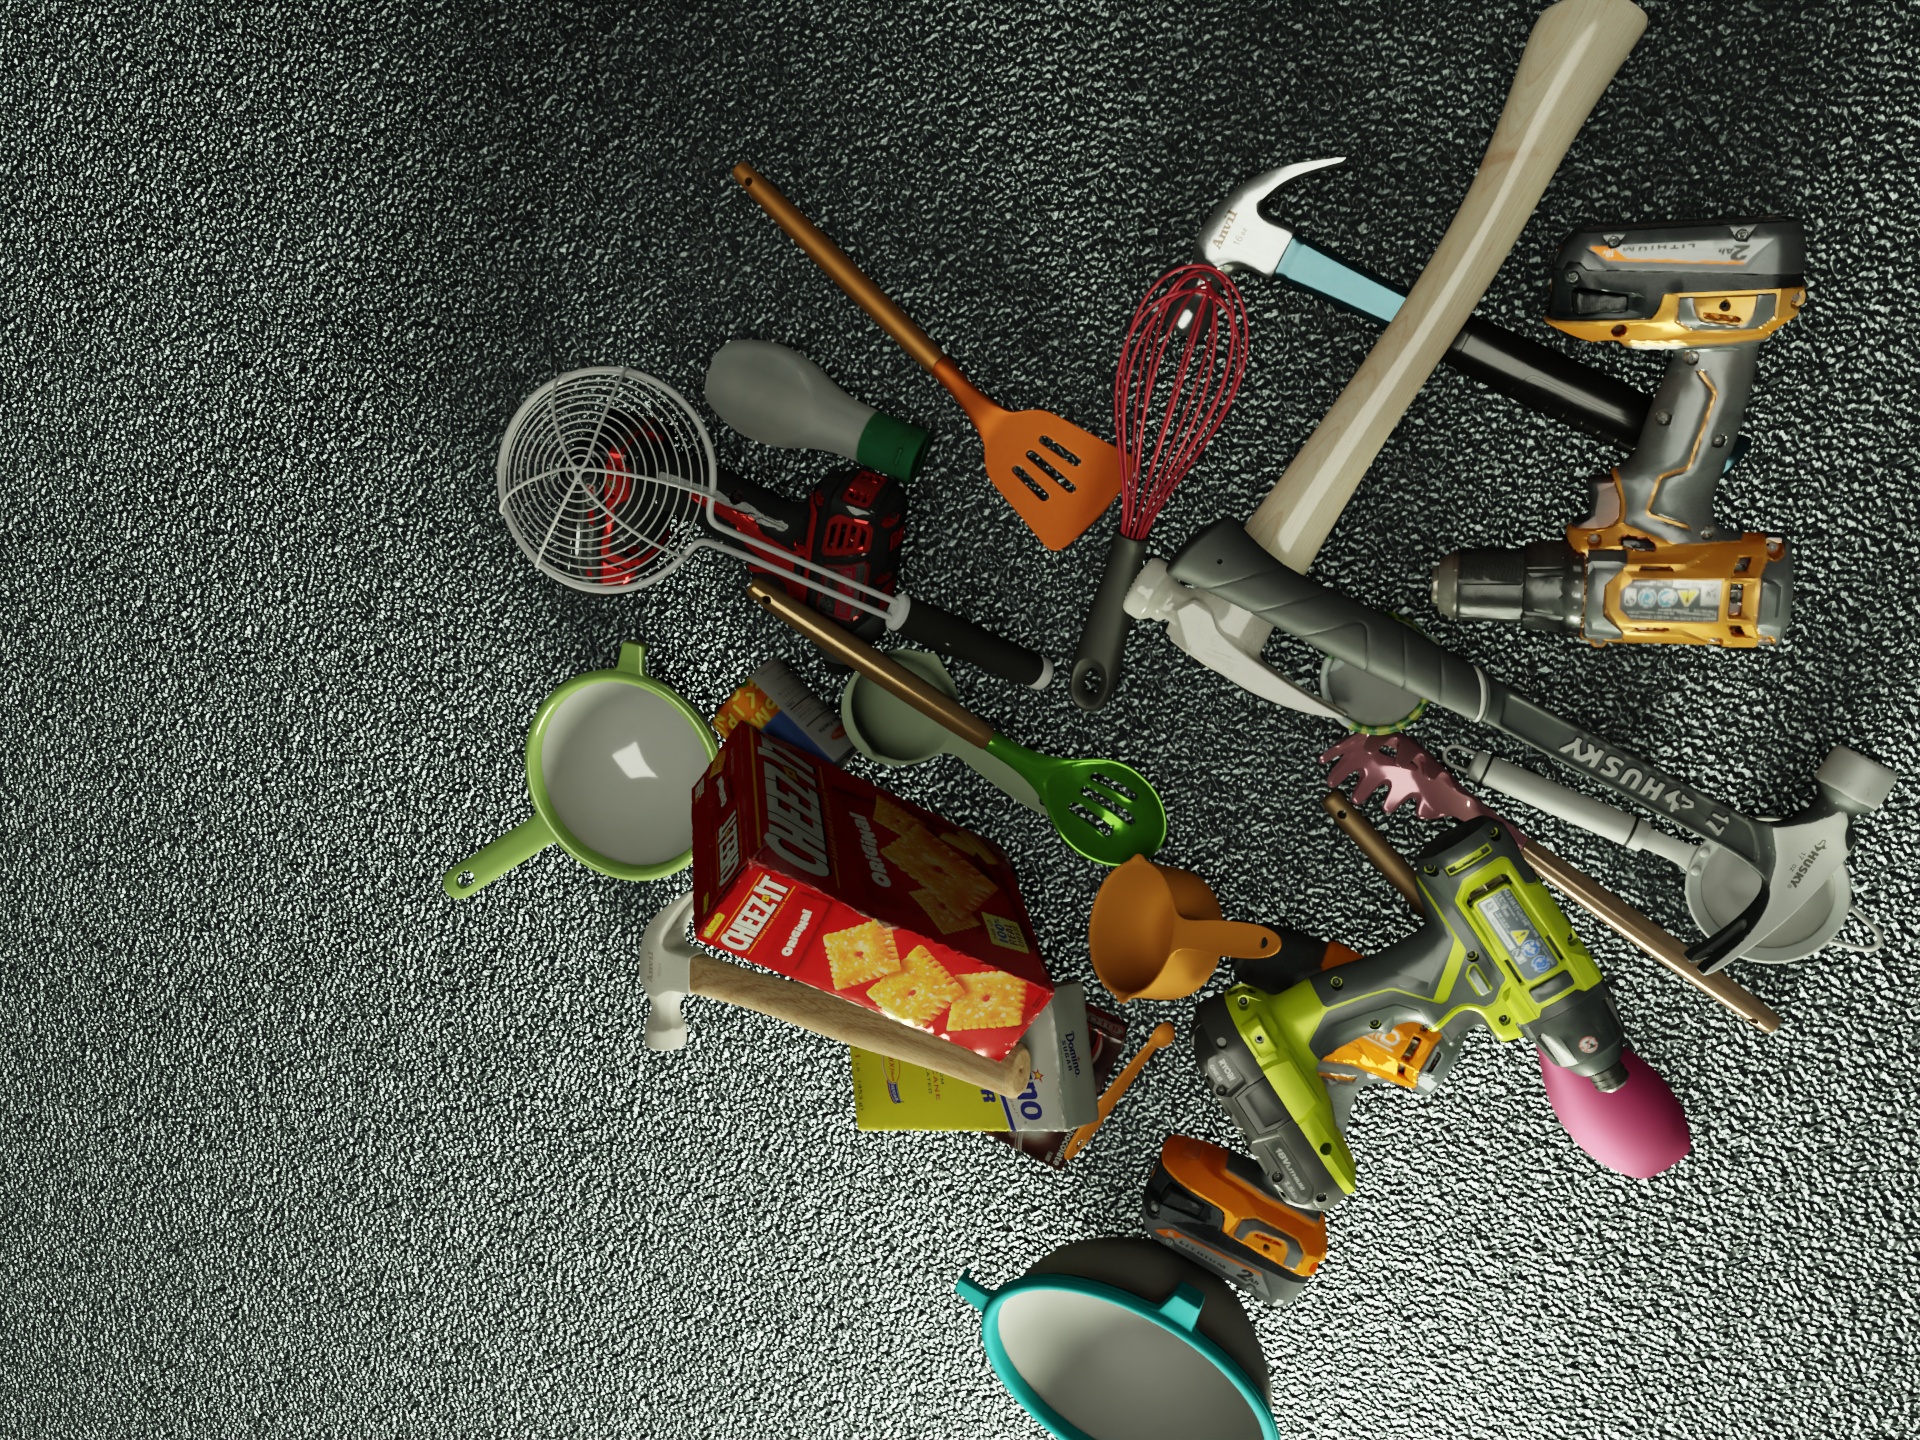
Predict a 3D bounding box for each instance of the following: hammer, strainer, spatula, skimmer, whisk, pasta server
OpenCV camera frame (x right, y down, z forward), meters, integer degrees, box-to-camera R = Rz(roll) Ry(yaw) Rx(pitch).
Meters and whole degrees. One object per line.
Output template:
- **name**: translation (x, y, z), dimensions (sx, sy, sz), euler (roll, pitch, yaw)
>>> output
- **hammer**: translation (0.290, -0.217, 0.918), dimensions (0.331, 0.033, 0.128), euler (29, 111, 8)
- **strainer**: translation (-0.265, 0.056, 1.134), dimensions (0.256, 0.069, 0.151), euler (-31, 95, 23)
- **strainer**: translation (0.157, 0.470, 1.101), dimensions (0.211, 0.095, 0.340), euler (-13, 117, 39)
- **hammer**: translation (0.255, -0.198, 0.885), dimensions (0.146, 0.038, 0.410), euler (34, 106, 12)
- **hammer**: translation (-0.096, 0.195, 1.084), dimensions (0.331, 0.031, 0.130), euler (9, 104, 34)
- **strainer**: translation (0.412, 0.069, 0.948), dimensions (0.258, 0.050, 0.087), euler (25, 106, 16)
- **spatula**: translation (-0.028, -0.243, 1.015), dimensions (0.322, 0.041, 0.081), euler (46, 112, 6)
- **skimmer**: translation (-0.099, -0.095, 0.967), dimensions (0.363, 0.090, 0.127), euler (21, 97, -34)
- **whisk**: translation (0.110, -0.131, 0.965), dimensions (0.073, 0.073, 0.295), euler (20, 121, 11)
- **hammer**: translation (0.301, -0.001, 0.883), dimensions (0.409, 0.036, 0.149), euler (27, 103, -2)
- **pasta server**: translation (0.362, 0.098, 0.971), dimensions (0.316, 0.040, 0.060), euler (36, 152, 4)

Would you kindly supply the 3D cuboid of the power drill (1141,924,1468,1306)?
- **power drill**: translation (0.204, 0.245, 1.034), dimensions (0.164, 0.084, 0.226), euler (28, 105, 9)

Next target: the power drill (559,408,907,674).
- **power drill**: translation (-0.147, -0.114, 1.047), dimensions (0.219, 0.079, 0.143), euler (16, 127, 7)

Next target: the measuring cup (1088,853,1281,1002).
- **measuring cup**: translation (0.152, 0.135, 0.990), dimensions (0.174, 0.052, 0.095), euler (-4, 77, 56)

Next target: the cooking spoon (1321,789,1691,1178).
- **cooking spoon**: translation (0.339, 0.165, 1.004), dimensions (0.068, 0.017, 0.319), euler (-43, 89, 21)

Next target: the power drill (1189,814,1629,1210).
- **power drill**: translation (0.264, 0.184, 0.937), dimensions (0.223, 0.080, 0.171), euler (-33, 88, 11)

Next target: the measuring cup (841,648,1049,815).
- **measuring cup**: translation (-0.005, 0.017, 1.062), dimensions (0.167, 0.038, 0.083), euler (34, 73, -13)

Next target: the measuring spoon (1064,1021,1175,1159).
- **measuring spoon**: translation (0.109, 0.253, 1.076), dimensions (0.011, 0.021, 0.117), euler (38, 91, 38)

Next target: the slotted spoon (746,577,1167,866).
- **slotted spoon**: translation (-0.002, -0.003, 1.027), dimensions (0.313, 0.031, 0.070), euler (33, 109, -8)

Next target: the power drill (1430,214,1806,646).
- **power drill**: translation (0.353, -0.149, 0.859), dimensions (0.185, 0.084, 0.226), euler (2, 110, 19)
